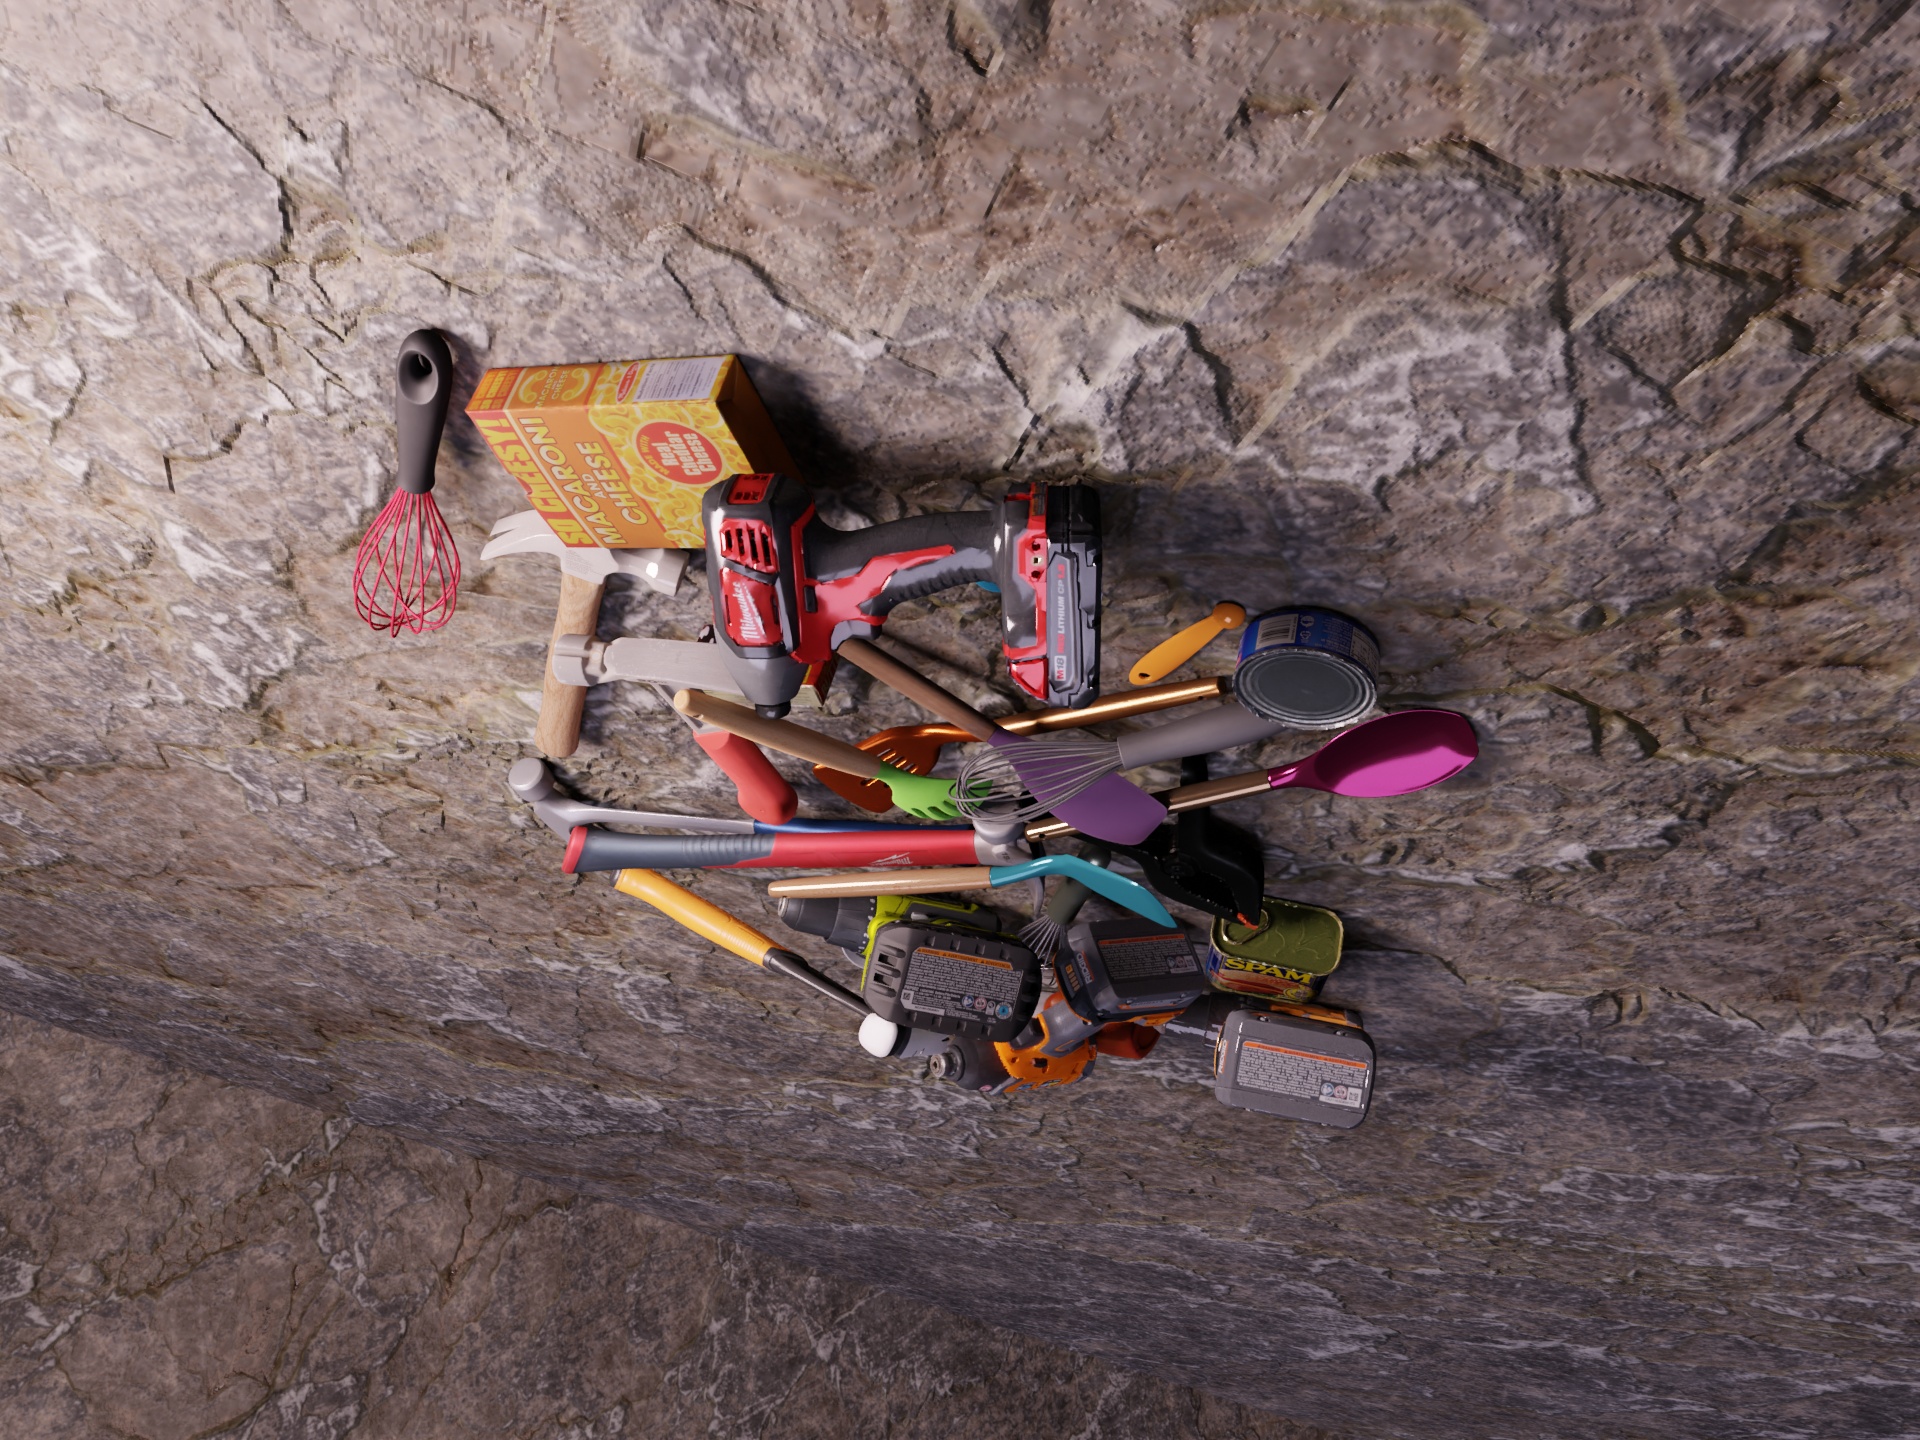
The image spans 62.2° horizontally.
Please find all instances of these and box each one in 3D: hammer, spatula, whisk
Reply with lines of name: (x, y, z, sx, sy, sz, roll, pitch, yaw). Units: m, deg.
hammer: (-0.126, 0.109, 1.245, 0.386, 0.038, 0.143, -2, 148, 15)
hammer: (-0.155, 0.016, 1.117, 0.149, 0.037, 0.358, 6, 164, 8)
hammer: (-0.178, 0.093, 1.344, 0.405, 0.035, 0.143, 3, 148, 20)
spatula: (0.039, 0.012, 1.104, 0.322, 0.041, 0.080, -12, 145, 37)
whisk: (0.106, 0.021, 1.032, 0.239, 0.055, 0.055, -15, 142, 11)
whisk: (0.083, 0.164, 1.336, 0.058, 0.059, 0.246, 37, 146, 10)
hammer: (-0.284, -0.053, 1.154, 0.130, 0.031, 0.331, 20, 150, -9)
spatula: (-0.002, 0.126, 1.168, 0.317, 0.044, 0.082, -5, 152, 22)
spatula: (-0.002, -0.003, 1.071, 0.316, 0.018, 0.059, 32, 127, -9)
hammer: (-0.160, 0.192, 1.327, 0.337, 0.034, 0.127, 24, -178, 27)
whisk: (-0.350, -0.142, 1.016, 0.073, 0.073, 0.295, 21, 143, -9)

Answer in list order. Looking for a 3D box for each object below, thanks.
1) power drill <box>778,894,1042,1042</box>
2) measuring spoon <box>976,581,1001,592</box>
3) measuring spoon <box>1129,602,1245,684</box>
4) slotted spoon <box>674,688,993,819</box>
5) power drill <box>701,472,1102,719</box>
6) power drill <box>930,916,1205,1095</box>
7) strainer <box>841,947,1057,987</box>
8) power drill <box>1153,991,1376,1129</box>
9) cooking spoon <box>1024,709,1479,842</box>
power drill: (-0.042, 0.183, 1.292, 0.190, 0.080, 0.228, 13, -178, -15)
measuring spoon: (-0.019, -0.091, 0.976, 0.128, 0.021, 0.042, 1, 147, 21)
measuring spoon: (0.139, -0.044, 0.993, 0.021, 0.011, 0.117, 26, 149, -17)
slotted spoon: (-0.074, 0.025, 1.024, 0.070, 0.031, 0.313, -18, 157, 29)
power drill: (-0.032, -0.065, 0.891, 0.219, 0.079, 0.143, 1, 118, 4)
power drill: (0.084, 0.253, 1.356, 0.164, 0.084, 0.226, 1, 146, -35)
strainer: (-0.008, 0.205, 1.450, 0.258, 0.050, 0.087, 20, 106, -18)
power drill: (0.250, 0.270, 1.332, 0.185, 0.084, 0.226, 9, 180, 8)
cooking spoon: (0.185, 0.044, 1.070, 0.319, 0.017, 0.068, -15, 127, 27)
